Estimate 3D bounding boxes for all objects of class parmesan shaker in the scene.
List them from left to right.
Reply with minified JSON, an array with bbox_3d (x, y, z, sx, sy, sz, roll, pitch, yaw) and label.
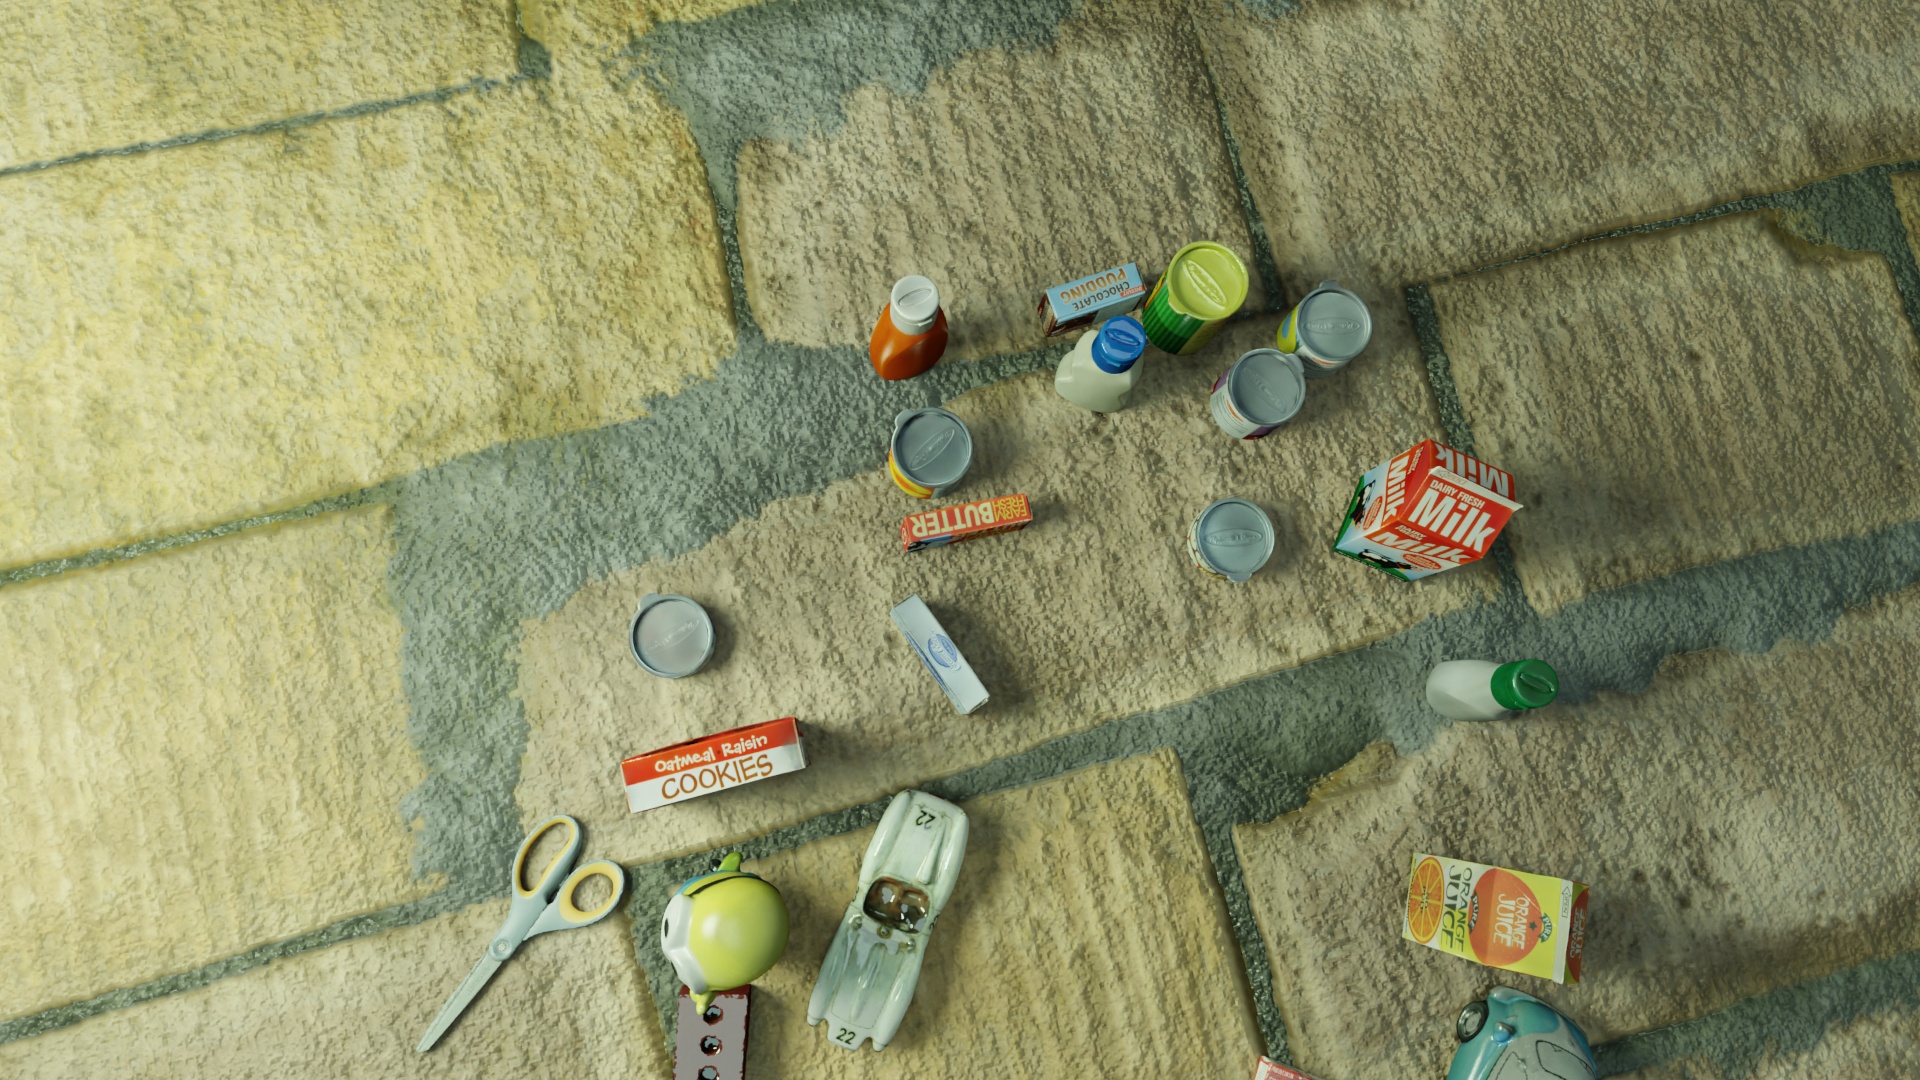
[{"bbox_3d":[0.190,-0.197,1.152,0.071,0.103,0.071,1,81,-5],"label":"parmesan shaker"}]

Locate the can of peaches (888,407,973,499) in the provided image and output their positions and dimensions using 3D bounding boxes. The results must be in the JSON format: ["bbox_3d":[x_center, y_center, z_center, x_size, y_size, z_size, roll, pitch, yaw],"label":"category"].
[{"bbox_3d":[-0.026,-0.072,1.135,0.071,0.058,0.071,1,81,-5],"label":"can of peaches"}]

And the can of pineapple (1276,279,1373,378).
[{"bbox_3d":[0.309,-0.178,1.183,0.071,0.057,0.071,1,81,-5],"label":"can of pineapple"}]

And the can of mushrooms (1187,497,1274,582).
[{"bbox_3d":[0.225,0.002,1.158,0.071,0.033,0.071,1,81,-5],"label":"can of mushrooms"}]

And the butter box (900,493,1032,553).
[{"bbox_3d":[0.004,-0.014,1.131,0.103,0.053,0.024,-11,83,-7],"label":"butter box"}]

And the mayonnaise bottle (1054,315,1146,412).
[{"bbox_3d":[0.116,-0.141,1.113,0.065,0.148,0.041,20,80,-2],"label":"mayonnaise bottle"}]

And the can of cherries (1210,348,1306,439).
[{"bbox_3d":[0.251,-0.123,1.168,0.071,0.058,0.071,1,81,-5],"label":"can of cherries"}]

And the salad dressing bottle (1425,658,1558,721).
[{"bbox_3d":[0.420,0.117,1.099,0.064,0.147,0.044,27,80,-1],"label":"salad dressing bottle"}]

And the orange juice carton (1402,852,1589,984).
[{"bbox_3d":[0.409,0.284,1.048,0.073,0.192,0.072,12,81,-3],"label":"orange juice carton"}]

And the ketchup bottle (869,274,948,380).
[{"bbox_3d":[-0.039,-0.169,1.103,0.065,0.148,0.043,-25,84,-8],"label":"ketchup bottle"}]

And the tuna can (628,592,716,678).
[{"bbox_3d":[-0.230,0.075,1.105,0.071,0.032,0.071,1,81,-5],"label":"tuna can"}]

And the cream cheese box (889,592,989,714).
[{"bbox_3d":[-0.017,0.091,1.111,0.024,0.053,0.104,-35,86,-9],"label":"cream cheese box"}]

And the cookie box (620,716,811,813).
[{"bbox_3d":[-0.176,0.164,1.027,0.123,0.167,0.040,-14,83,-7],"label":"cookie box"}]

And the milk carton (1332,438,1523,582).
[{"bbox_3d":[0.368,-0.024,1.096,0.072,0.190,0.073,24,80,-1],"label":"milk carton"}]

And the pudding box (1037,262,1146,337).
[{"bbox_3d":[0.110,-0.203,1.173,0.084,0.049,0.030,-19,83,-8],"label":"pudding box"}]
